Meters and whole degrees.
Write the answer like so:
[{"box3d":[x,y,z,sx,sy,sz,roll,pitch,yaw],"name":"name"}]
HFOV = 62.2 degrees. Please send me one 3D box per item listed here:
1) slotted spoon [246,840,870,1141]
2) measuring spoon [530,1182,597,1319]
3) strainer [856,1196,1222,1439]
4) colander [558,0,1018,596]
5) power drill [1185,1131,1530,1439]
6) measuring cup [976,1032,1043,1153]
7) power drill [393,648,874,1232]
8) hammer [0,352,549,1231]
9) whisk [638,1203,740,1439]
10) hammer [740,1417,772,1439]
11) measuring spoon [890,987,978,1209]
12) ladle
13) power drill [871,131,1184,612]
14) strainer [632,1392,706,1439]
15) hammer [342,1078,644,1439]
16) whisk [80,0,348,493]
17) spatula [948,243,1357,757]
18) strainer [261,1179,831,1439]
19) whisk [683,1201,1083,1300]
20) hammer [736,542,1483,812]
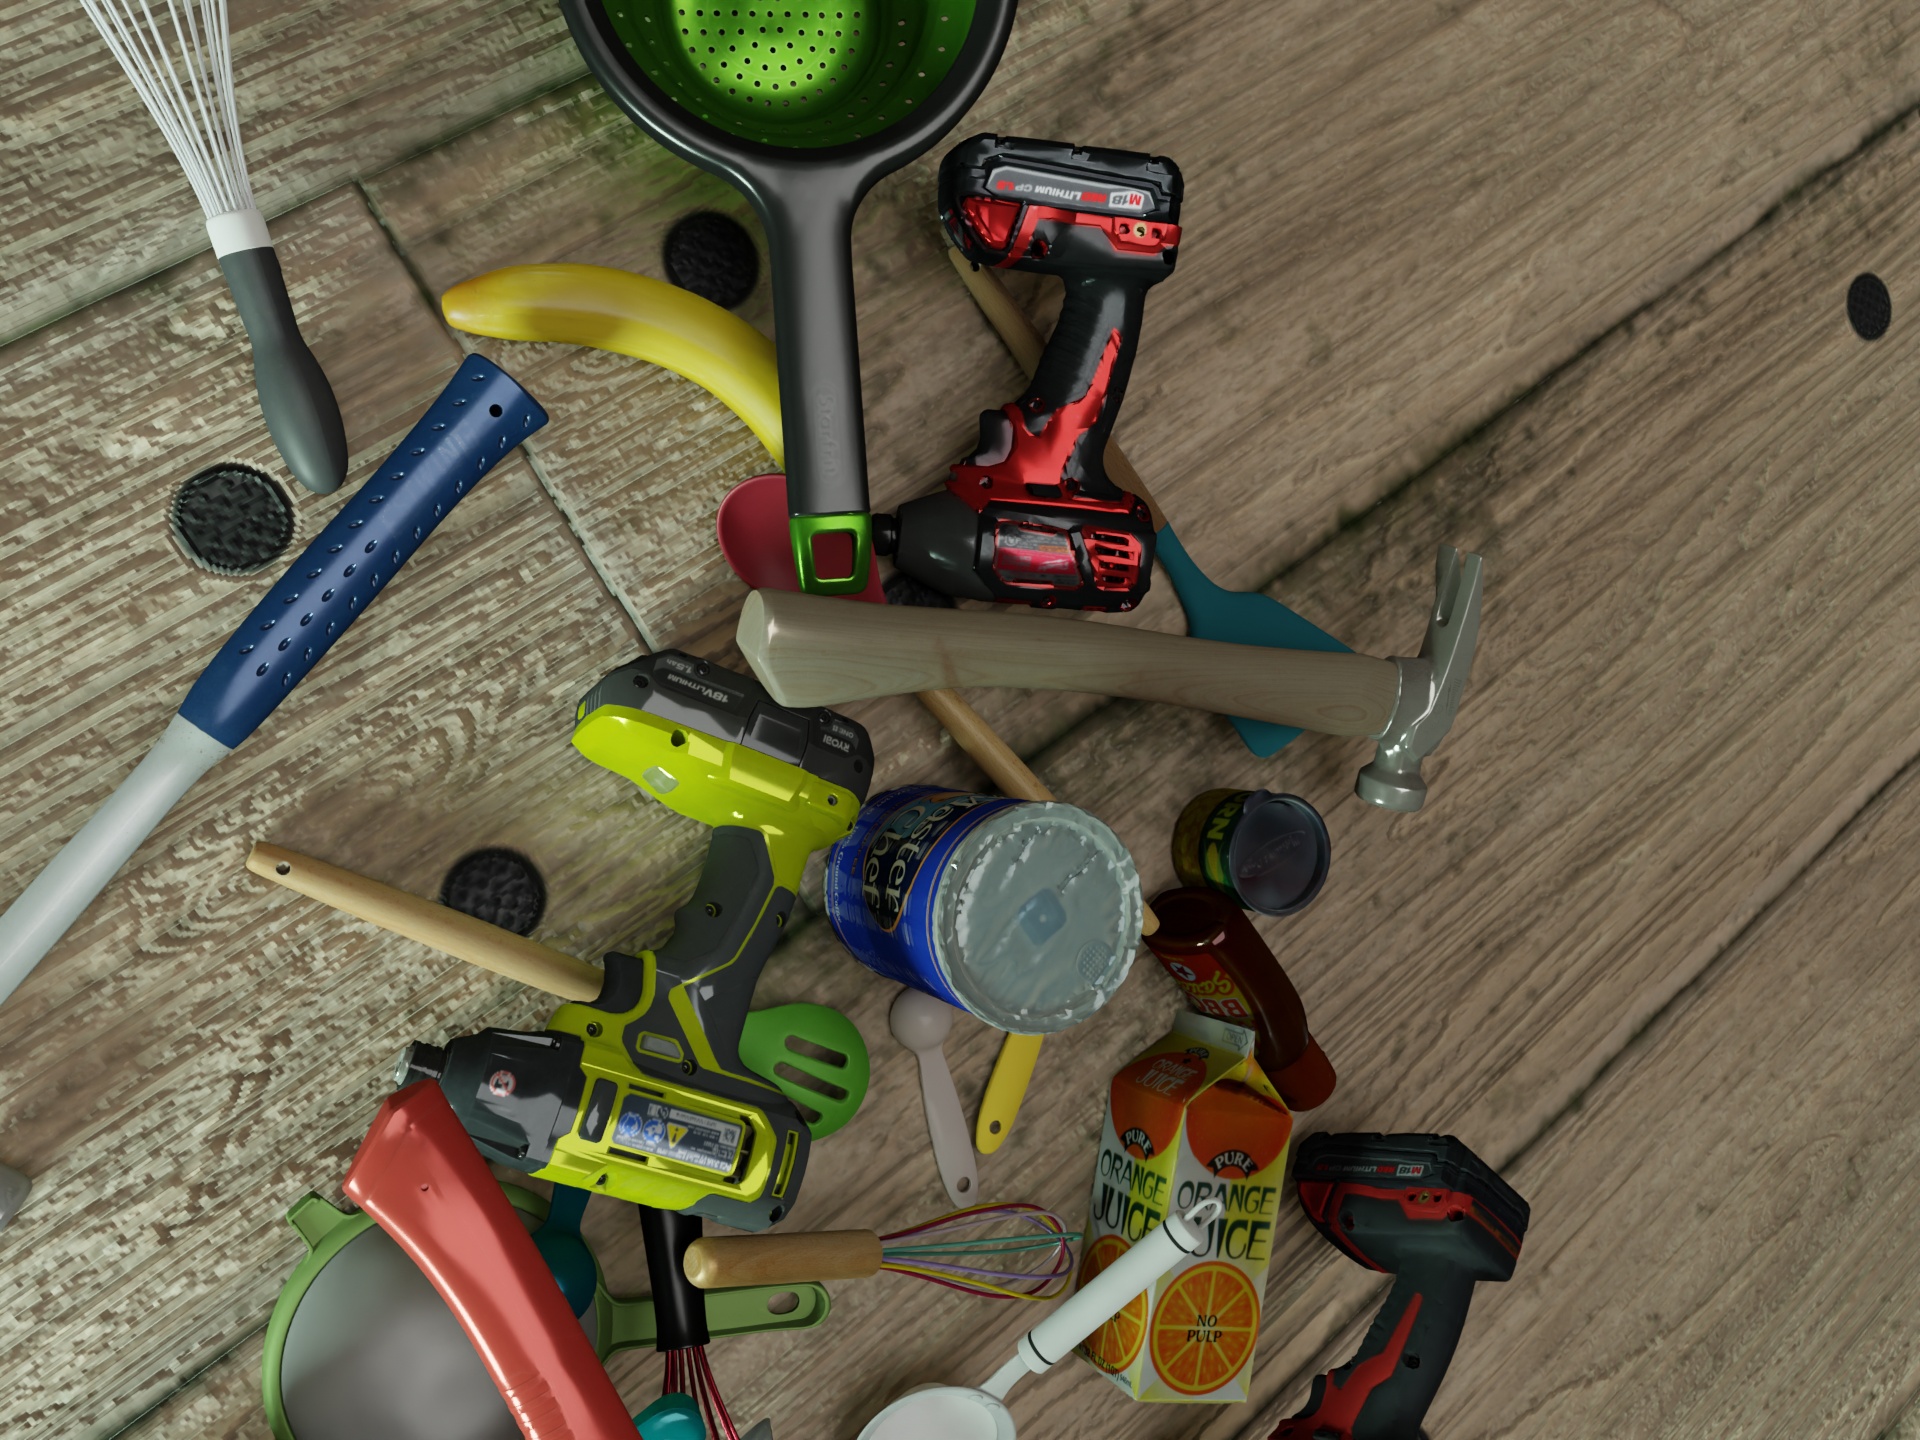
[{"box3d":[-0.173,0.124,0.734,0.313,0.031,0.070,27,82,-22],"name":"slotted spoon"},{"box3d":[-0.167,0.204,0.707,0.042,0.021,0.129,31,47,-28],"name":"measuring spoon"},{"box3d":[0.032,0.316,0.785,0.258,0.050,0.086,-43,117,11],"name":"strainer"},{"box3d":[-0.077,-0.256,0.729,0.204,0.094,0.397,-5,95,-12],"name":"colander"},{"box3d":[0.199,0.341,0.853,0.080,0.188,0.227,42,56,-24],"name":"power drill"},{"box3d":[0.046,0.154,0.834,0.062,0.029,0.156,27,77,-23],"name":"measuring cup"},{"box3d":[-0.132,0.091,0.693,0.171,0.080,0.223,23,66,-22],"name":"power drill"},{"box3d":[-0.319,0.009,0.645,0.144,0.035,0.405,41,78,-20],"name":"hammer"},{"box3d":[-0.118,0.292,0.690,0.073,0.073,0.296,-1,72,-25],"name":"whisk"},{"box3d":[0.000,0.443,0.799,0.336,0.034,0.127,29,106,-26],"name":"hammer"},{"box3d":[-0.007,0.196,0.818,0.034,0.018,0.124,-17,99,-24],"name":"measuring spoon"},{"box3d":[-0.001,-0.003,0.794,0.315,0.069,0.031,48,28,-15],"name":"ladle"},{"box3d":[0.032,-0.166,0.785,0.143,0.078,0.219,4,100,-8],"name":"power drill"},{"box3d":[-0.262,0.354,0.640,0.340,0.095,0.210,-30,113,-12],"name":"strainer"},{"box3d":[-0.120,0.295,0.607,0.149,0.037,0.359,-29,96,-21],"name":"hammer"},{"box3d":[-0.306,-0.232,0.651,0.070,0.070,0.284,-21,104,-24],"name":"whisk"},{"box3d":[0.095,-0.123,0.847,0.082,0.044,0.317,-41,106,-8],"name":"spatula"},{"box3d":[-0.173,0.283,0.712,0.256,0.069,0.151,2,90,-24],"name":"strainer"},{"box3d":[-0.026,0.255,0.754,0.244,0.051,0.047,15,68,-44],"name":"whisk"},{"box3d":[0.091,-0.036,0.776,0.410,0.038,0.146,5,105,-30],"name":"hammer"}]
